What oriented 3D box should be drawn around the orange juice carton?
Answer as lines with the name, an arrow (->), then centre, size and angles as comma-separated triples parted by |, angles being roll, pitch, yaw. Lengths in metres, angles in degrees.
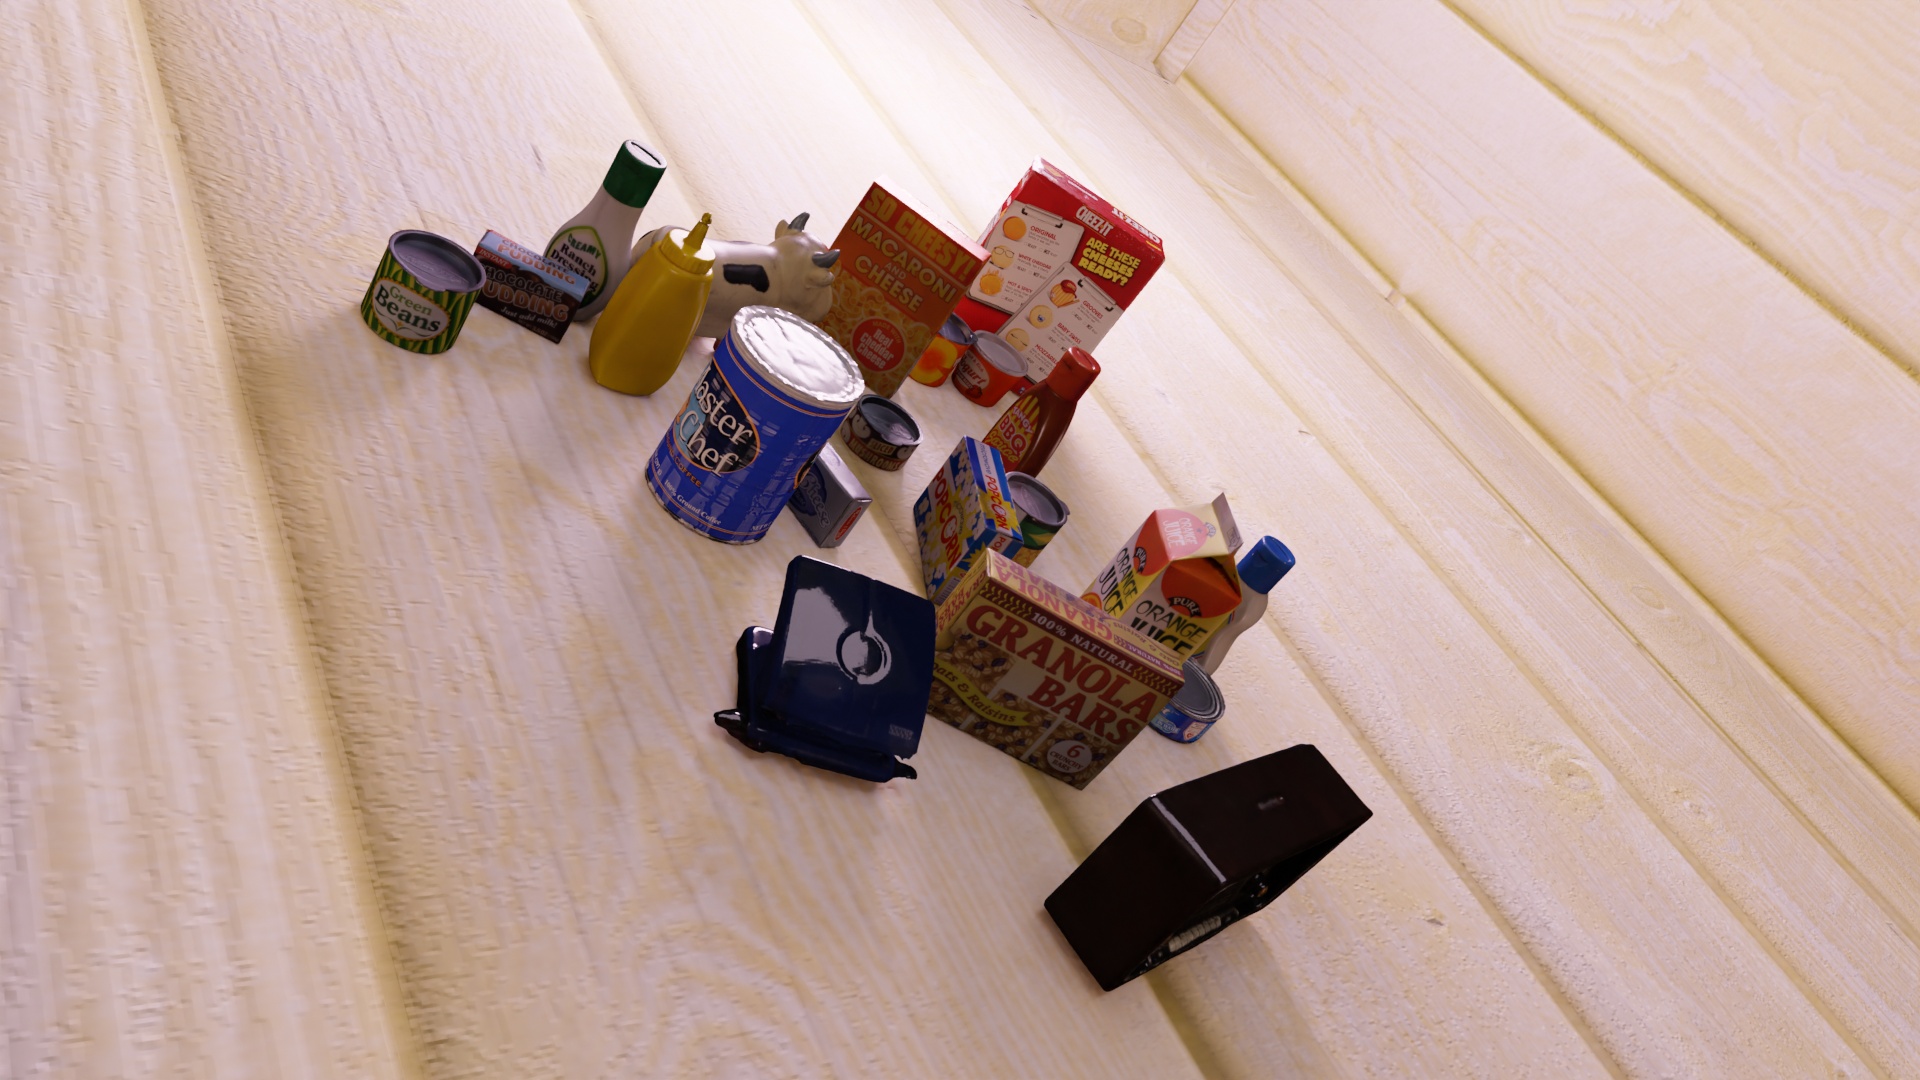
orange juice carton -> 0.153, 0.048, 1.088 | 0.073, 0.191, 0.072 | 27, 30, -20

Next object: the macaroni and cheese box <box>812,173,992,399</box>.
macaroni and cheese box -> -0.068, -0.231, 1.273 | 0.124, 0.165, 0.040 | 36, 28, -3

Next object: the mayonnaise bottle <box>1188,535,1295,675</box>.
mayonnaise bottle -> 0.229, 0.058, 1.207 | 0.041, 0.147, 0.065 | 4, 43, -47

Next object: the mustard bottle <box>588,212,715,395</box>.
mustard bottle -> -0.220, -0.180, 1.032 | 0.065, 0.159, 0.049 | 12, 37, -40

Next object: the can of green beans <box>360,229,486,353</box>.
can of green beans -> -0.369, -0.170, 0.954 | 0.071, 0.057, 0.071 | 28, 30, -18

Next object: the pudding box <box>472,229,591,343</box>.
pudding box -> -0.327, -0.191, 1.042 | 0.083, 0.049, 0.030 | 27, 30, -19

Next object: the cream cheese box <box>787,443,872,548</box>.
cream cheese box -> -0.115, -0.048, 1.070 | 0.024, 0.053, 0.104 | -4, 49, -52

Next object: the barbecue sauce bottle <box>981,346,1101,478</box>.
barbecue sauce bottle -> 0.072, -0.111, 1.277 | 0.044, 0.148, 0.065 | 8, 40, -43

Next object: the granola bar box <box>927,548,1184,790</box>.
granola bar box -> 0.055, 0.094, 0.979 | 0.165, 0.123, 0.039 | 29, 29, -16

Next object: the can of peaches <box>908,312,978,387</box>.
can of peaches -> -0.027, -0.194, 1.380 | 0.071, 0.057, 0.071 | 28, 30, -18

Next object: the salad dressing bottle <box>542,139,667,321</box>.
salad dressing bottle -> -0.274, -0.238, 1.068 | 0.064, 0.147, 0.044 | 38, 28, 0

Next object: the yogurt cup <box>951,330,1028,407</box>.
yogurt cup -> 0.027, -0.173, 1.416 | 0.072, 0.053, 0.073 | 28, 30, -18

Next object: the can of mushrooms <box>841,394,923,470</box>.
can of mushrooms -> -0.069, -0.093, 1.210 | 0.071, 0.033, 0.071 | 28, 30, -18

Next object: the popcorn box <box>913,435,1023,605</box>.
popcorn box -> 0.004, -0.014, 1.122 | 0.038, 0.085, 0.127 | 23, 31, -26

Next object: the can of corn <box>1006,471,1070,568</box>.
can of corn -> 0.052, -0.016, 1.207 | 0.071, 0.058, 0.071 | 28, 30, -18
